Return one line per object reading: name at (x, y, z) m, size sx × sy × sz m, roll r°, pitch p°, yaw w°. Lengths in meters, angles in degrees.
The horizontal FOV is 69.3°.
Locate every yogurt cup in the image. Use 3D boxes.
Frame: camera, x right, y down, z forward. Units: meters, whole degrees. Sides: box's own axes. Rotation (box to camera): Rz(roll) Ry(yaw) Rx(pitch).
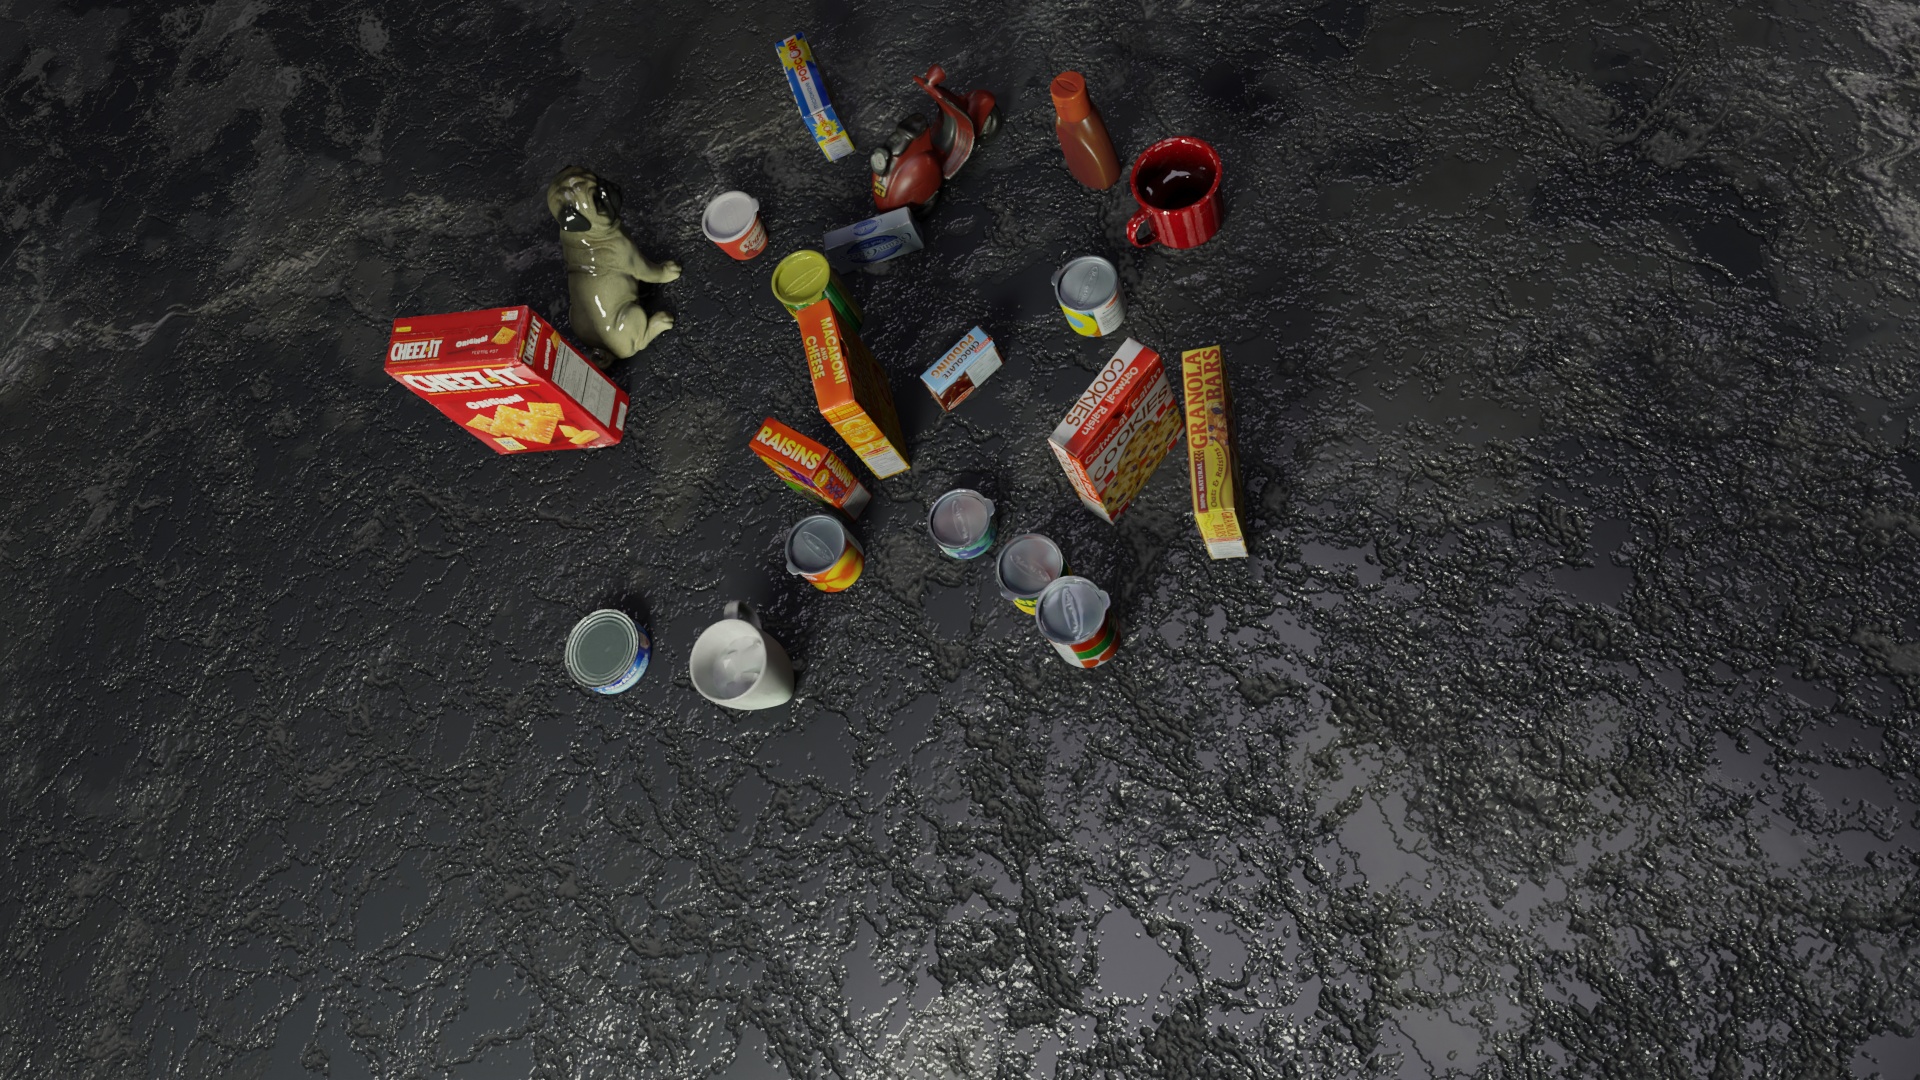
yogurt cup at (-0.258, -0.362, 1.608) m, size 0.072 × 0.054 × 0.072 m, roll -6°, pitch 68°, yaw 15°

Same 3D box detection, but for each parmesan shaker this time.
parmesan shaker at (-0.153, -0.257, 1.505) m, size 0.071 × 0.103 × 0.071 m, roll -6°, pitch 68°, yaw 15°

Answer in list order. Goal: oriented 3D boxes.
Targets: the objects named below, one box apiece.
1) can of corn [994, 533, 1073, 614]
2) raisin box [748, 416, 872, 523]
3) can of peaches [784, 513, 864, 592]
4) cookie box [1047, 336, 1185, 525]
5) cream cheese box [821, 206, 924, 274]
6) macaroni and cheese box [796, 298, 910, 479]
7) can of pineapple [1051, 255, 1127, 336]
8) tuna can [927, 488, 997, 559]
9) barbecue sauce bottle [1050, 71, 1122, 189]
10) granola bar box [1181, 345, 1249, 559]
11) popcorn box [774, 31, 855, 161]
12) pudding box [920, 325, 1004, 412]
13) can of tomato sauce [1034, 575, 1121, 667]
can of corn at (0.071, 0.036, 1.343) m, size 0.071 × 0.058 × 0.071 m, roll -6°, pitch 68°, yaw 15°
raisin box at (-0.151, -0.071, 1.419) m, size 0.086 × 0.123 × 0.040 m, roll 29°, pitch 80°, yaw 25°
can of peaches at (-0.139, 0.015, 1.417) m, size 0.071 × 0.058 × 0.071 m, roll -6°, pitch 68°, yaw 15°
cookie box at (0.152, -0.099, 1.310) m, size 0.040 × 0.167 × 0.123 m, roll 35°, pitch 83°, yaw 26°
cream cheese box at (-0.096, -0.333, 1.546) m, size 0.104 × 0.053 × 0.024 m, roll -16°, pitch 66°, yaw 11°
macaroni and cheese box at (-0.107, -0.152, 1.413) m, size 0.040 × 0.166 × 0.124 m, roll -20°, pitch 65°, yaw 9°
can of pineapple at (0.135, -0.253, 1.439) m, size 0.071 × 0.057 × 0.071 m, roll -6°, pitch 68°, yaw 15°
tuna can at (0.005, -0.018, 1.399) m, size 0.071 × 0.032 × 0.071 m, roll -6°, pitch 67°, yaw 15°
barbecue sauce bottle at (0.128, -0.432, 1.462) m, size 0.065 × 0.148 × 0.044 m, roll 38°, pitch 84°, yaw 26°
granola bar box at (0.238, -0.080, 1.300) m, size 0.039 × 0.124 × 0.166 m, roll -7°, pitch 67°, yaw 15°
popcorn box at (-0.170, -0.519, 1.625) m, size 0.038 × 0.085 × 0.127 m, roll -24°, pitch 64°, yaw 7°
pudding box at (0.003, -0.179, 1.455) m, size 0.084 × 0.049 × 0.030 m, roll -43°, pitch 63°, yaw -2°
can of tomato sauce at (0.113, 0.076, 1.299) m, size 0.071 × 0.083 × 0.071 m, roll -6°, pitch 68°, yaw 15°
